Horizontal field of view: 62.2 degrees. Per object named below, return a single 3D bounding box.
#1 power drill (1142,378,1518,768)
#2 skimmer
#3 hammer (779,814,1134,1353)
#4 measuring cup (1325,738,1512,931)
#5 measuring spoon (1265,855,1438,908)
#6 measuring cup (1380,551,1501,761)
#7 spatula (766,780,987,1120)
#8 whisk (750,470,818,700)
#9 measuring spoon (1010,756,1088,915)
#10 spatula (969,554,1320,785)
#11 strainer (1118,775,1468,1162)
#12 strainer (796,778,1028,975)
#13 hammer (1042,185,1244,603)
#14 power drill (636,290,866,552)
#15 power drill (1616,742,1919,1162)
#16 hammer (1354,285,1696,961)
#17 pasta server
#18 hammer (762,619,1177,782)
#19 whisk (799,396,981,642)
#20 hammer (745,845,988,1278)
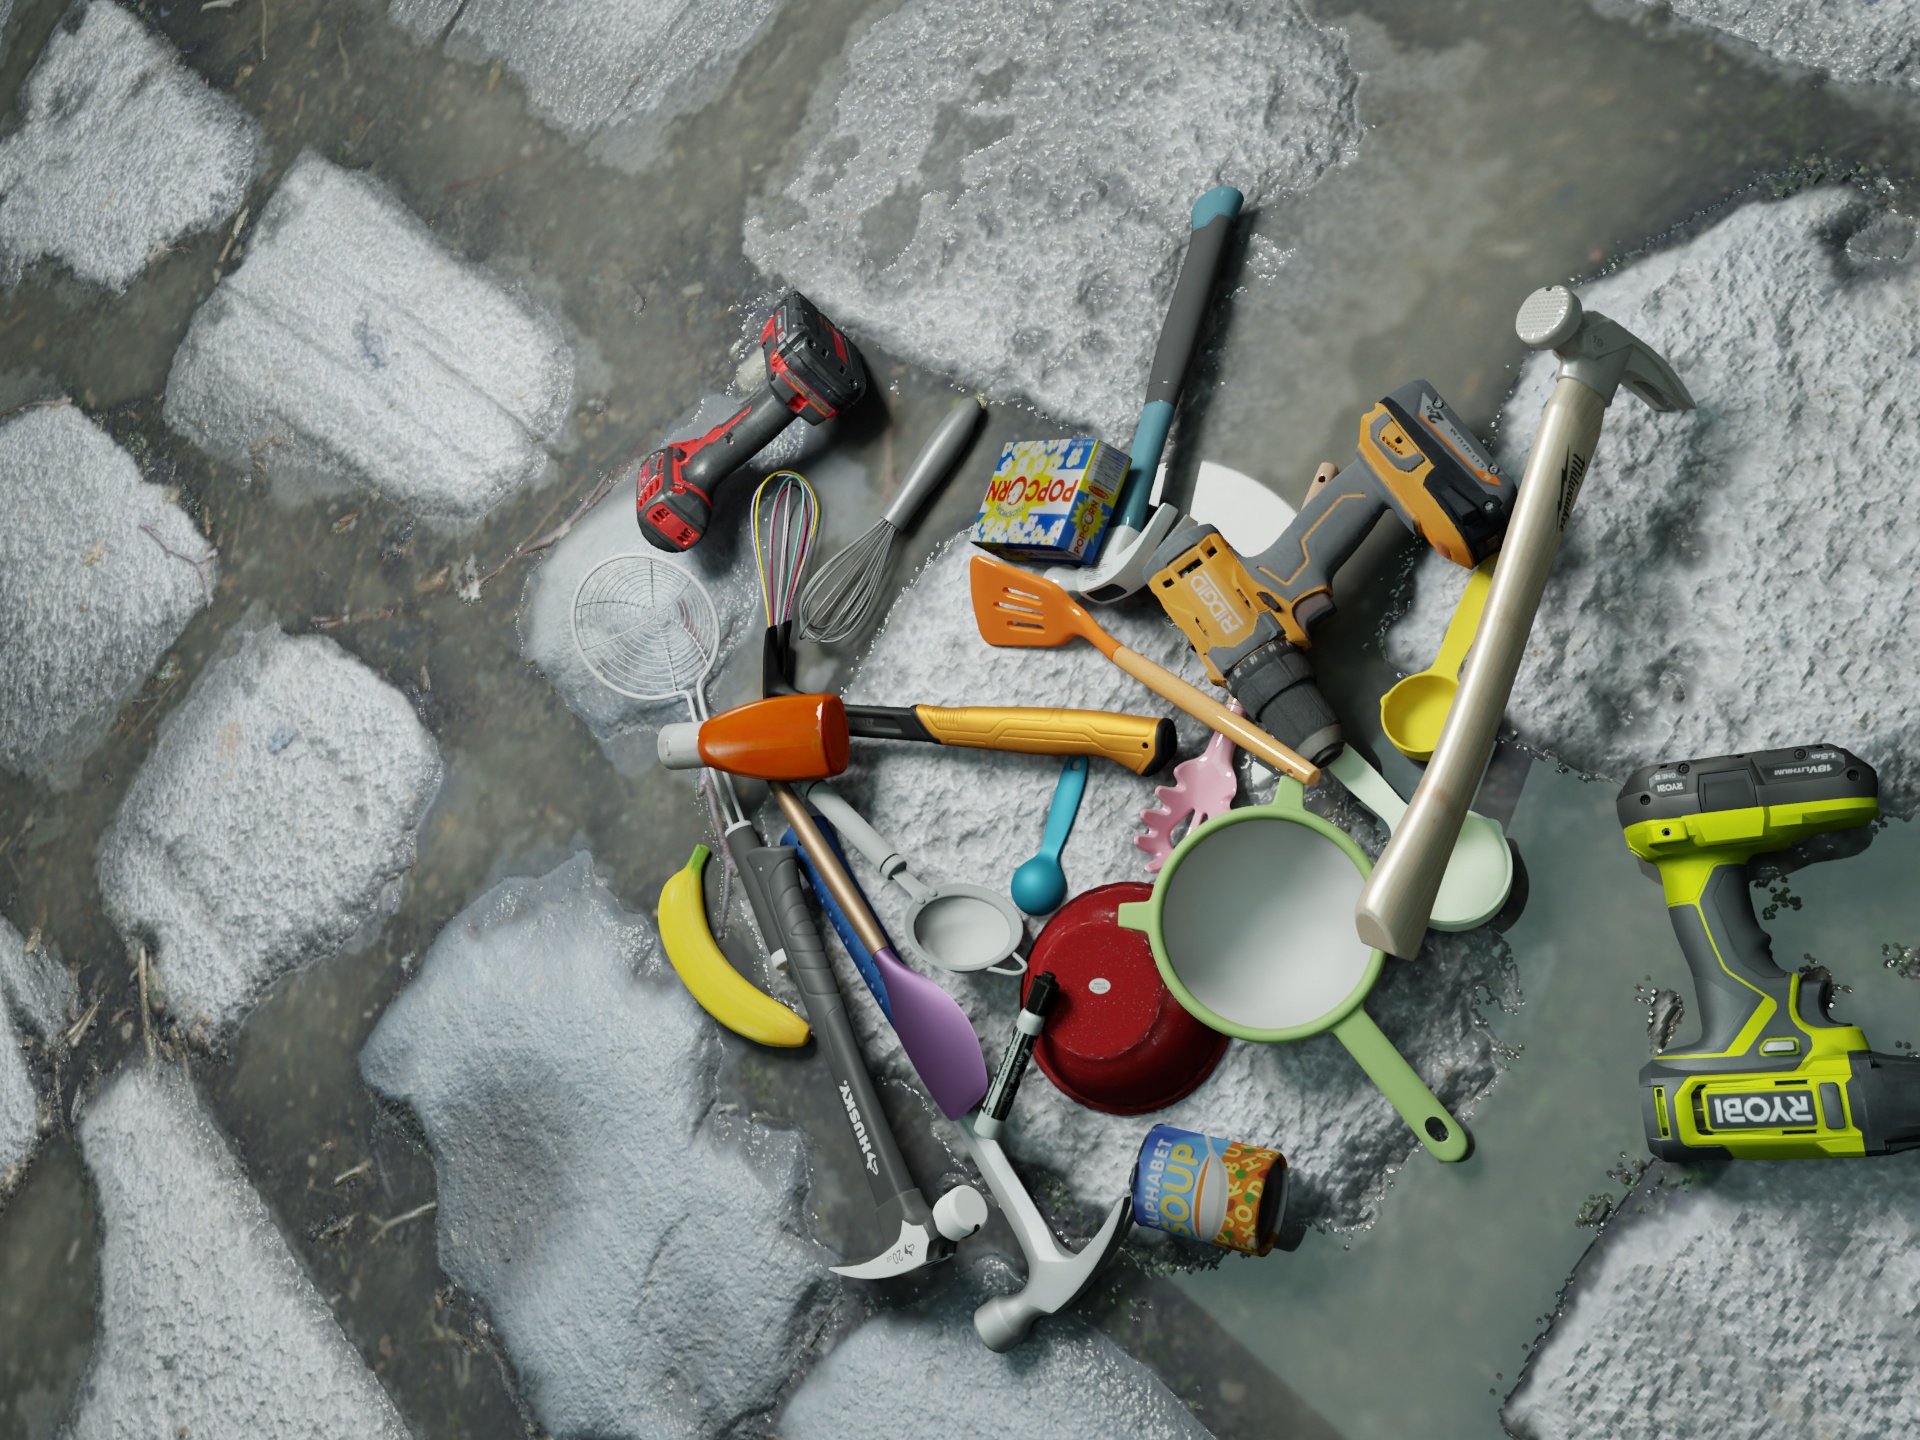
[{"bbox_3d":[0.257,-0.093,1.050,0.226,0.084,0.185,-36,66,10],"label":"power drill"},{"bbox_3d":[-0.213,0.031,1.272,0.127,0.090,0.364,-32,64,16],"label":"skimmer"},{"bbox_3d":[-0.020,0.231,1.144,0.144,0.035,0.406,-41,61,15],"label":"hammer"},{"bbox_3d":[0.286,0.067,1.030,0.083,0.038,0.168,-41,58,3],"label":"measuring cup"},{"bbox_3d":[0.256,0.106,1.050,0.117,0.011,0.021,12,82,29],"label":"measuring spoon"},{"bbox_3d":[0.330,-0.042,1.052,0.062,0.029,0.156,20,74,35],"label":"measuring cup"},{"bbox_3d":[-0.069,0.148,1.160,0.059,0.018,0.316,-49,58,23],"label":"spatula"},{"bbox_3d":[-0.145,-0.087,1.301,0.051,0.047,0.245,-6,78,39],"label":"whisk"},{"bbox_3d":[0.066,0.078,1.152,0.042,0.021,0.129,14,82,30],"label":"measuring spoon"},{"bbox_3d":[0.120,-0.031,1.104,0.041,0.081,0.323,-29,42,-24],"label":"spatula"},{"bbox_3d":[0.232,0.173,1.024,0.151,0.069,0.256,-39,78,3],"label":"strainer"},{"bbox_3d":[-0.043,0.114,1.172,0.259,0.087,0.050,42,141,29],"label":"strainer"},{"bbox_3d":[0.150,-0.243,1.175,0.128,0.033,0.331,-1,68,57],"label":"hammer"},{"bbox_3d":[-0.185,-0.246,1.329,0.219,0.078,0.143,-40,30,16],"label":"power drill"},{"bbox_3d":[0.467,0.133,0.899,0.171,0.080,0.223,-10,76,26],"label":"power drill"},{"bbox_3d":[0.340,-0.048,0.982,0.038,0.146,0.410,17,86,58],"label":"hammer"},{"bbox_3d":[0.201,-0.036,1.105,0.060,0.040,0.316,20,85,22],"label":"pasta server"},{"bbox_3d":[-0.002,-0.004,1.180,0.337,0.034,0.127,4,105,27],"label":"hammer"},{"bbox_3d":[-0.056,-0.160,1.270,0.055,0.055,0.239,35,90,30],"label":"whisk"},{"bbox_3d":[-0.090,0.236,1.149,0.146,0.035,0.335,-45,58,37],"label":"hammer"}]
